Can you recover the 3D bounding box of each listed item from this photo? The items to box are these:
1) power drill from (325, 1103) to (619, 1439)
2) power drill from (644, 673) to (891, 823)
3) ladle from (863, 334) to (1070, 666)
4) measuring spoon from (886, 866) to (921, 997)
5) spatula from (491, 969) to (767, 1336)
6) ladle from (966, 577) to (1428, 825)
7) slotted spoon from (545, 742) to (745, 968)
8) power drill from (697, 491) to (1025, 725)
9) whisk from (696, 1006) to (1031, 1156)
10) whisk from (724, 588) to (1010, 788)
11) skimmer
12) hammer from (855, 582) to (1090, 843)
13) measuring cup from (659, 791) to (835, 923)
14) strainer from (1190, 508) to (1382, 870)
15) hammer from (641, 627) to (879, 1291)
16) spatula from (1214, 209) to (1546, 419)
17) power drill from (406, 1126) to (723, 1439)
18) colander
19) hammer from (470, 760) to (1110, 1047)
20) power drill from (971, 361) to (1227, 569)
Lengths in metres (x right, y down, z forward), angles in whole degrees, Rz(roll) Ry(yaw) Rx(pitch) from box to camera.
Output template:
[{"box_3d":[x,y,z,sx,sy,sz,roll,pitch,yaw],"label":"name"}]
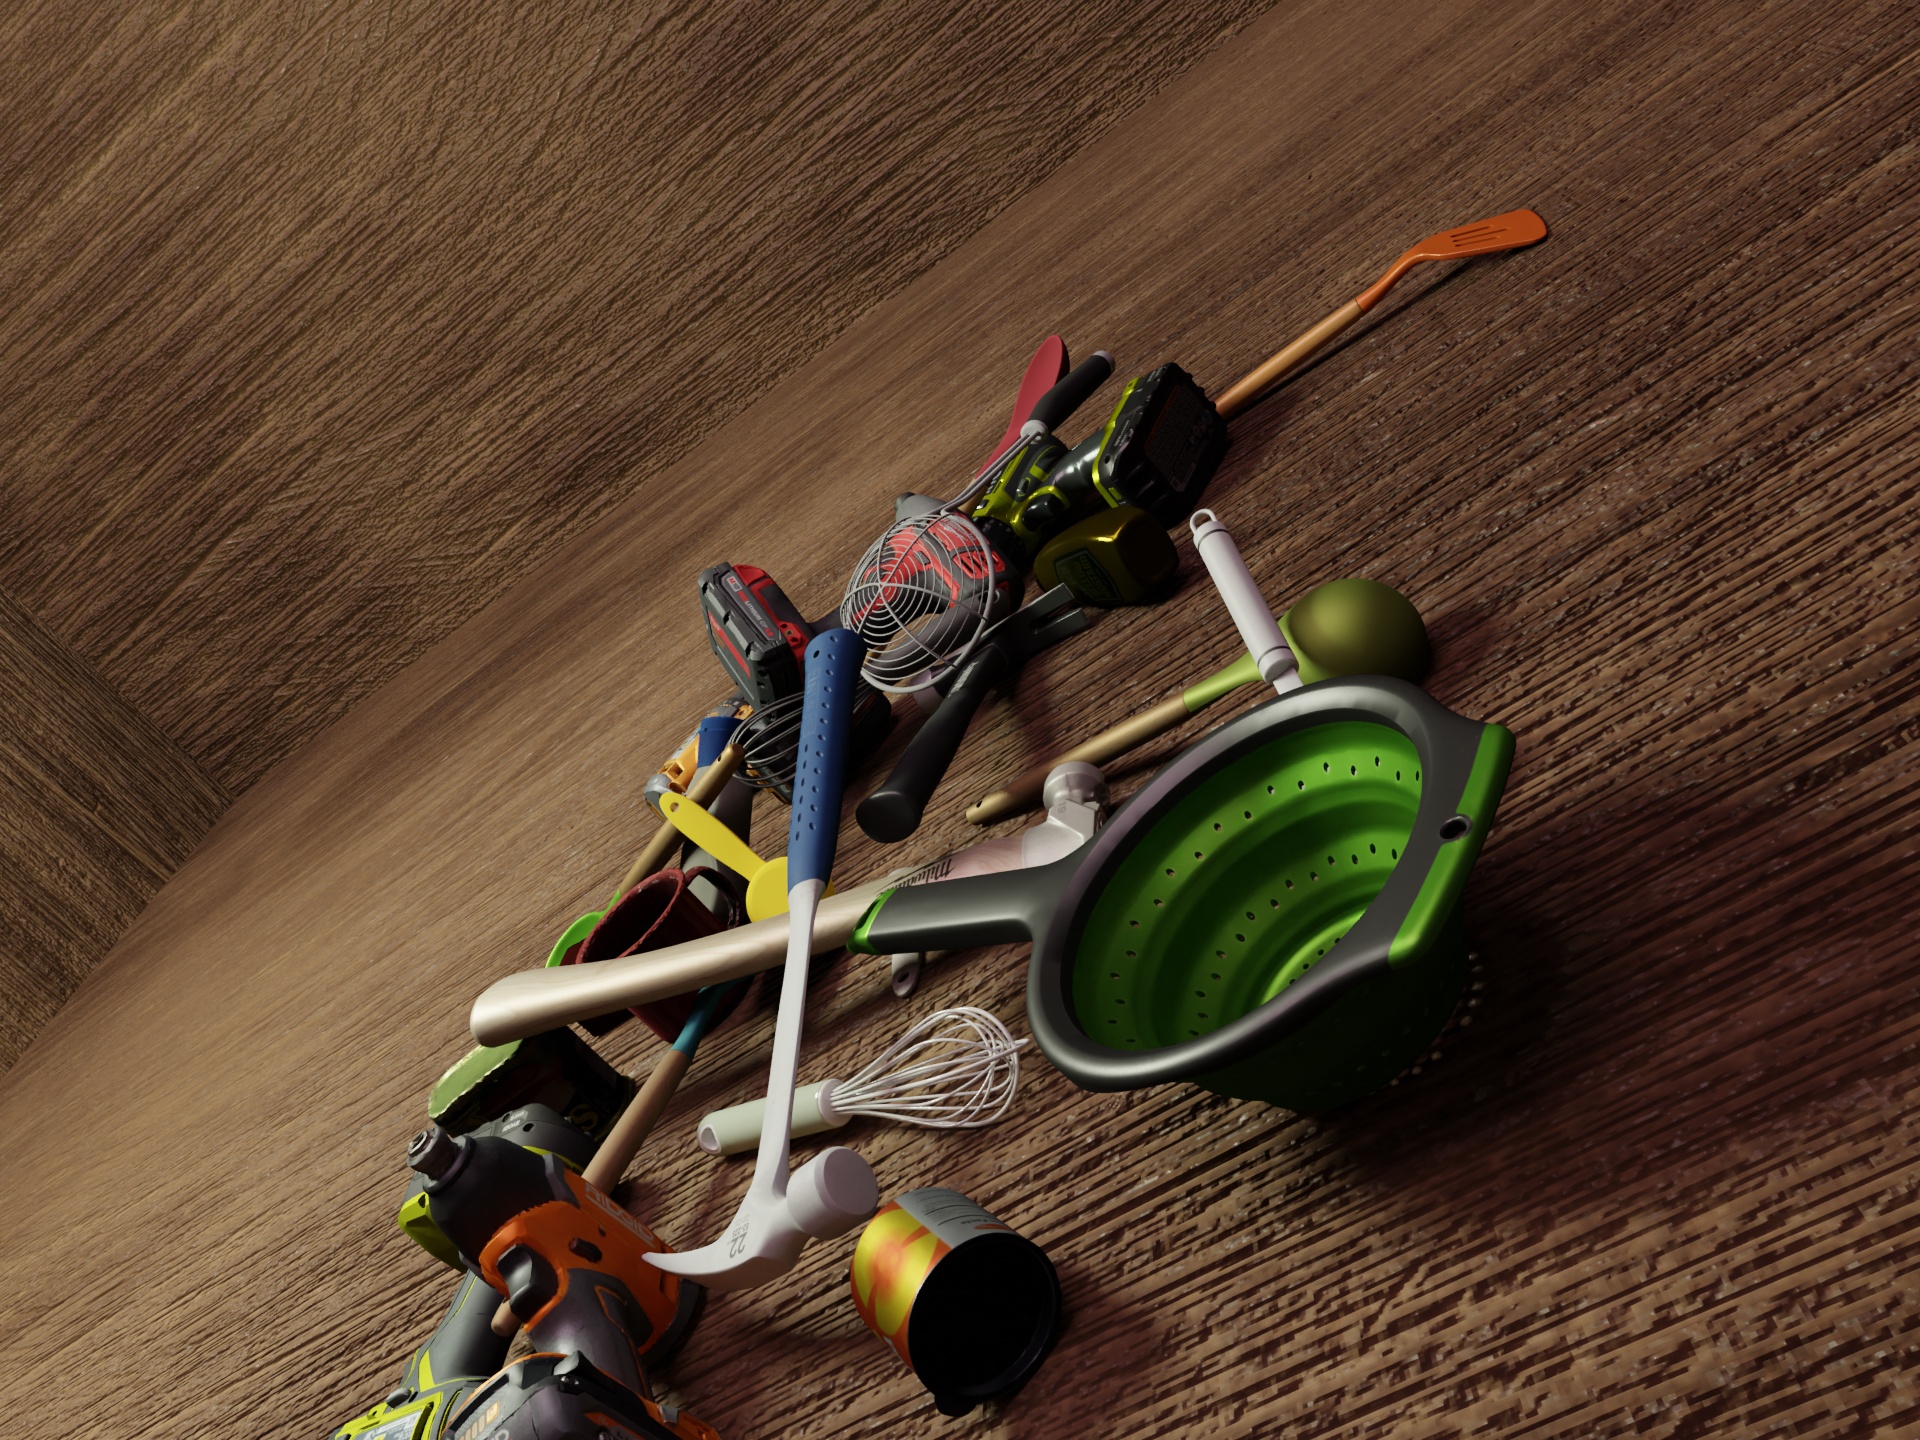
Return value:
[{"box_3d":[-0.280,0.333,0.865,0.171,0.080,0.223,-29,27,24],"label":"power drill"},{"box_3d":[-0.149,0.002,1.300,0.226,0.084,0.185,-17,29,54],"label":"power drill"},{"box_3d":[0.002,-0.170,1.280,0.315,0.031,0.069,-57,22,-1],"label":"ladle"},{"box_3d":[-0.036,0.123,0.950,0.034,0.018,0.124,-34,23,14],"label":"measuring spoon"},{"box_3d":[-0.164,0.218,0.904,0.082,0.044,0.318,-23,22,37],"label":"spatula"},{"box_3d":[0.120,0.007,0.905,0.320,0.062,0.078,-30,33,41],"label":"ladle"},{"box_3d":[-0.231,0.114,1.158,0.313,0.031,0.070,-48,35,37],"label":"slotted spoon"},{"box_3d":[-0.077,-0.097,1.195,0.219,0.078,0.143,-25,53,-18],"label":"power drill"},{"box_3d":[-0.058,0.195,0.820,0.246,0.058,0.059,-25,-9,40],"label":"whisk"},{"box_3d":[-0.062,-0.027,1.126,0.239,0.055,0.055,-33,20,-12],"label":"whisk"},{"box_3d":[0.035,-0.158,1.167,0.127,0.090,0.363,-1,35,38],"label":"skimmer"},{"box_3d":[-0.002,-0.003,1.028,0.146,0.035,0.335,-32,10,20],"label":"hammer"},{"box_3d":[-0.149,0.091,1.052,0.062,0.157,0.029,-56,-23,1],"label":"measuring cup"},{"box_3d":[0.162,-0.021,0.783,0.087,0.050,0.259,-36,46,20],"label":"strainer"},{"box_3d":[-0.086,0.102,0.836,0.144,0.035,0.406,-40,31,33],"label":"hammer"},{"box_3d":[0.294,-0.297,1.228,0.322,0.041,0.081,-35,21,25],"label":"spatula"},{"box_3d":[-0.178,0.273,0.696,0.084,0.164,0.227,-44,23,-1],"label":"power drill"},{"box_3d":[0.084,0.099,0.698,0.397,0.094,0.205,-16,34,53],"label":"colander"},{"box_3d":[-0.109,0.132,0.911,0.410,0.038,0.146,-18,28,17],"label":"hammer"},{"box_3d":[0.086,-0.178,1.264,0.228,0.080,0.191,-18,35,48],"label":"power drill"}]
